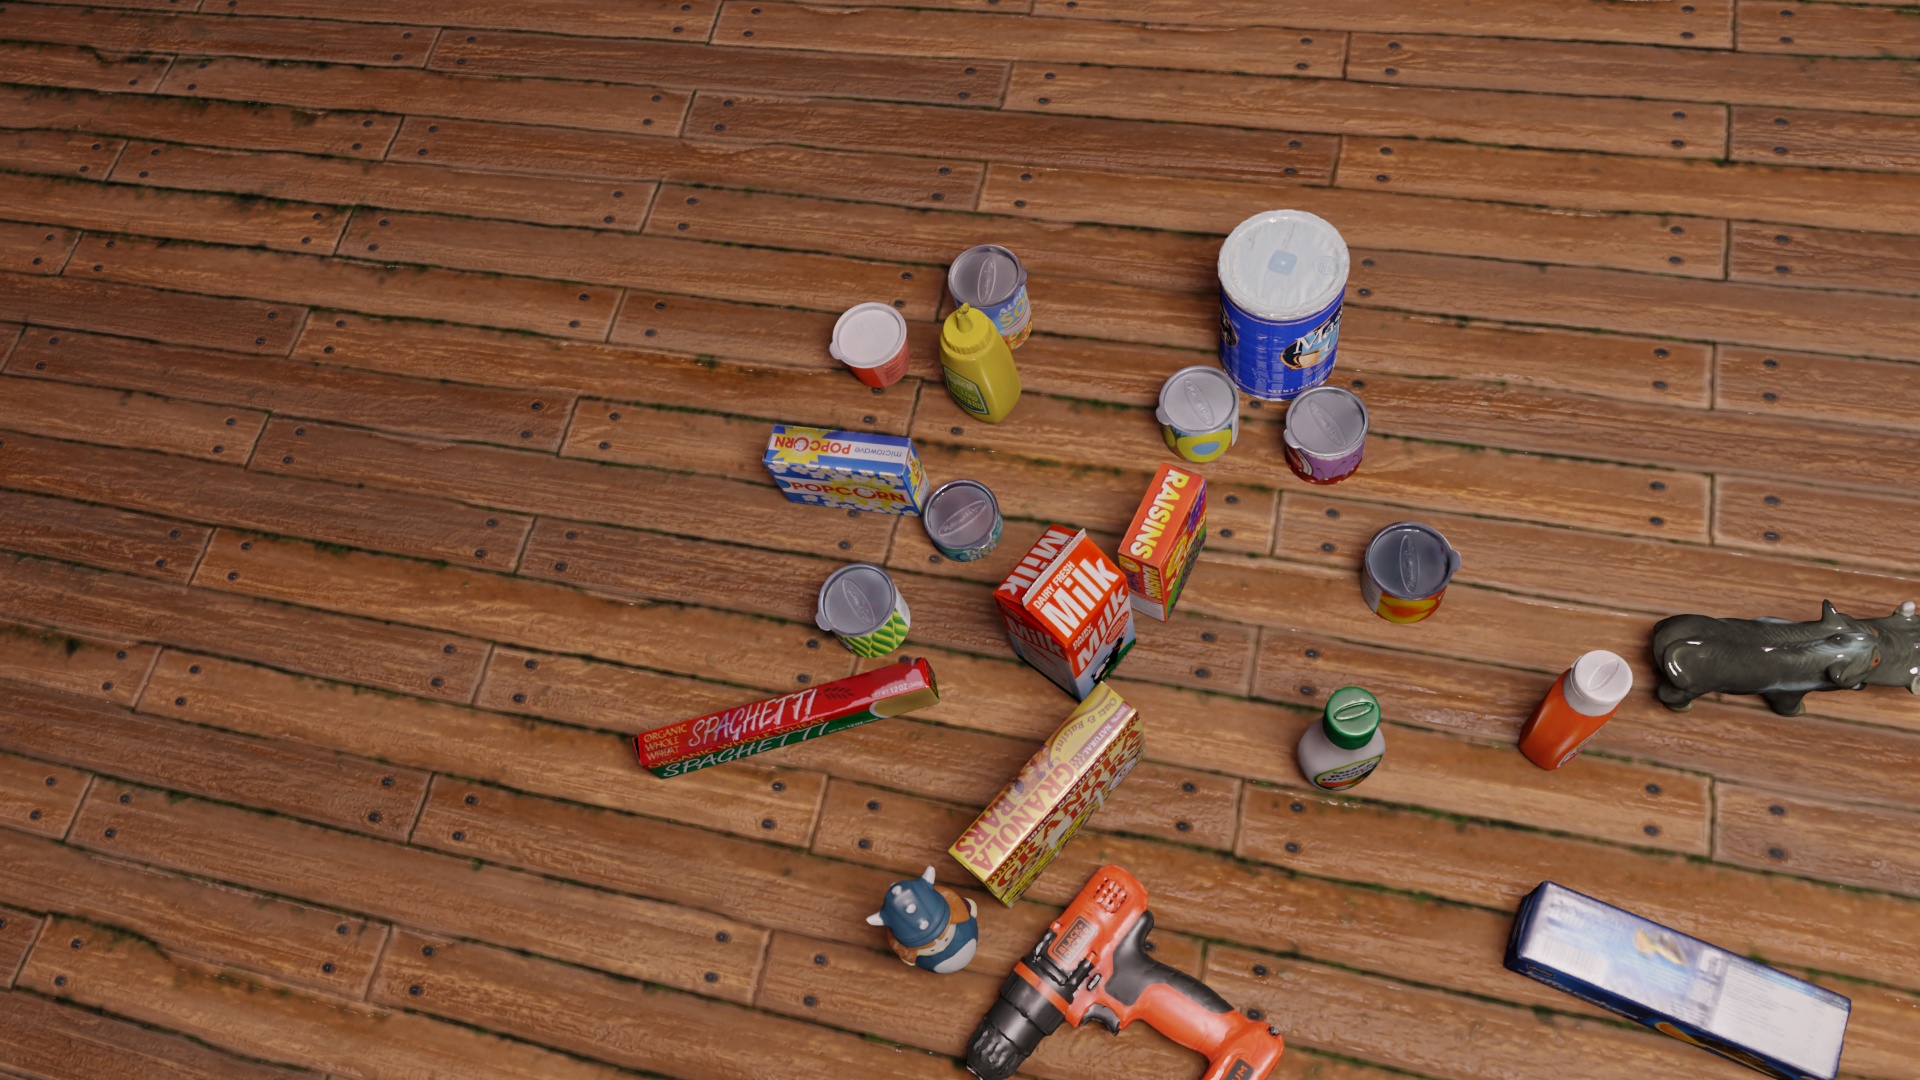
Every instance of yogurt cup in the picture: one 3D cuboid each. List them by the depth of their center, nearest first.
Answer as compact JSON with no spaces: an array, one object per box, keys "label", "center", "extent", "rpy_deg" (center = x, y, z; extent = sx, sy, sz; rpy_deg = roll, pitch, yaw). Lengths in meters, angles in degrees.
[{"label":"yogurt cup","center":[-0.078,-0.176,1.271],"extent":[0.072,0.053,0.072],"rpy_deg":[-4,66,9]}]

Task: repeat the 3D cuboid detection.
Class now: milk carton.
[{"label":"milk carton","center":[0.081,0.053,1.063],"extent":[0.073,0.190,0.072],"rpy_deg":[36,77,22]}]

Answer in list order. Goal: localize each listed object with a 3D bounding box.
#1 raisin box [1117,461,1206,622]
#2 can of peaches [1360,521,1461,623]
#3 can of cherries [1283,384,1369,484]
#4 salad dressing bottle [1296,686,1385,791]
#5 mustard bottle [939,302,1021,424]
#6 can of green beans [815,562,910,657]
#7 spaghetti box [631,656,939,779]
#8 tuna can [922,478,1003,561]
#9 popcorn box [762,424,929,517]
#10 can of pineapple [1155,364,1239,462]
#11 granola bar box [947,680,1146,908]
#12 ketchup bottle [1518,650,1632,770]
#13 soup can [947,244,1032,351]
[{"label":"raisin box","center":[0.163,0.004,1.107],"extent":[0.040,0.123,0.086],"rpy_deg":[23,73,19]},{"label":"can of peaches","center":[0.354,0.026,1.097],"extent":[0.071,0.058,0.071],"rpy_deg":[-4,66,9]},{"label":"can of cherries","center":[0.301,-0.086,1.157],"extent":[0.071,0.058,0.072],"rpy_deg":[-4,66,9]},{"label":"salad dressing bottle","center":[0.279,0.144,1.009],"extent":[0.064,0.147,0.044],"rpy_deg":[-17,65,3]},{"label":"mustard bottle","center":[0.011,-0.157,1.187],"extent":[0.065,0.159,0.049],"rpy_deg":[32,76,21]},{"label":"can of green beans","center":[-0.080,0.059,1.164],"extent":[0.071,0.057,0.071],"rpy_deg":[-4,66,9]},{"label":"spaghetti box","center":[-0.142,0.147,1.141],"extent":[0.250,0.050,0.029],"rpy_deg":[-16,65,4]},{"label":"tuna can","center":[0.004,-0.015,1.195],"extent":[0.071,0.032,0.071],"rpy_deg":[-4,66,9]},{"label":"popcorn box","center":[-0.097,-0.060,1.205],"extent":[0.127,0.085,0.038],"rpy_deg":[7,68,14]},{"label":"can of pineapple","center":[0.202,-0.107,1.185],"extent":[0.071,0.057,0.071],"rpy_deg":[-4,66,9]},{"label":"granola bar box","center":[0.070,0.194,1.040],"extent":[0.039,0.123,0.166],"rpy_deg":[39,78,23]},{"label":"ketchup bottle","center":[0.440,0.118,0.990],"extent":[0.043,0.148,0.065],"rpy_deg":[40,79,23]},{"label":"soup can","center":[0.031,-0.215,1.251],"extent":[0.071,0.083,0.071],"rpy_deg":[-4,66,9]}]
